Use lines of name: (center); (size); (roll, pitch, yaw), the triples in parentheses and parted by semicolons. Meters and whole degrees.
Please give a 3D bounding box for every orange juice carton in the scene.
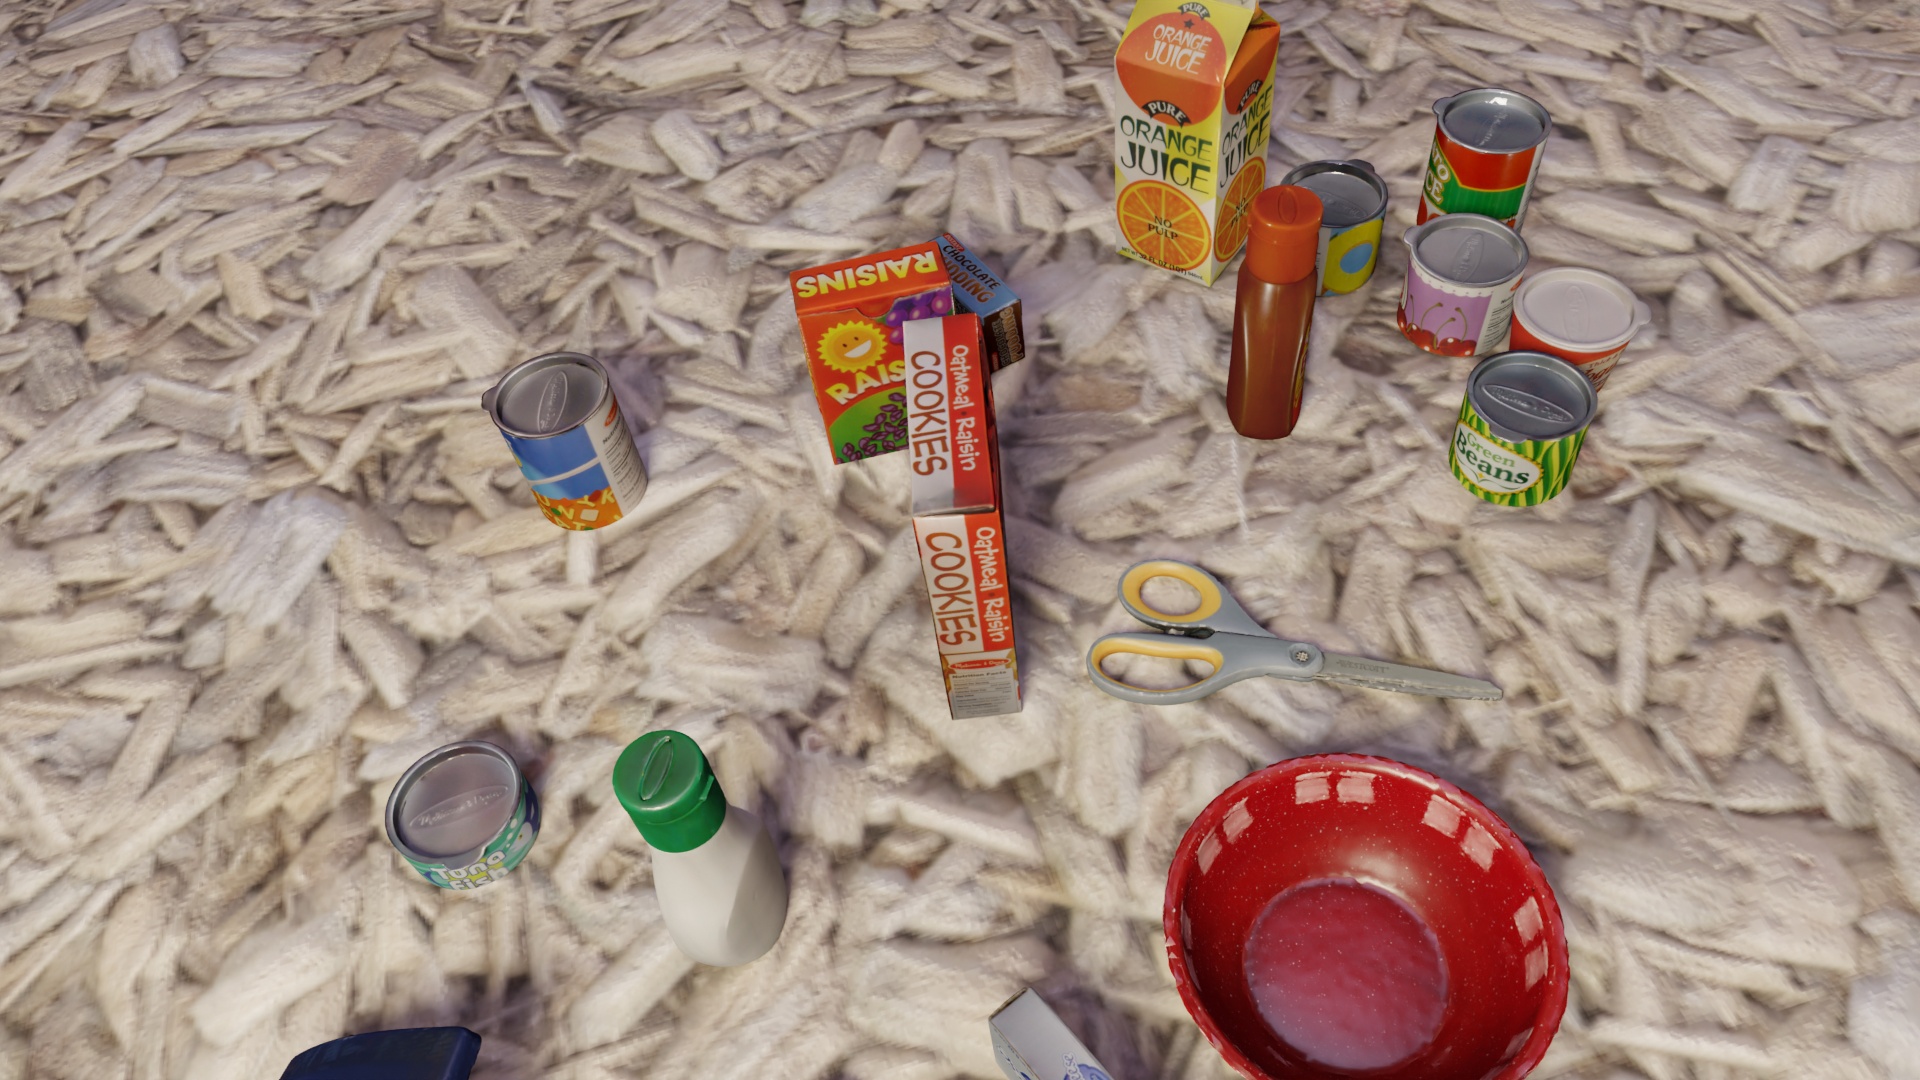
orange juice carton: (0.142, -0.257, 0.845); (0.072, 0.191, 0.073); (26, 59, 24)

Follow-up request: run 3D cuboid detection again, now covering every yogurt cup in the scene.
yogurt cup: (0.349, -0.116, 0.799); (0.072, 0.053, 0.073); (-3, 51, 4)

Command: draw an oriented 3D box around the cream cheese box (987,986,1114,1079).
cream cheese box: (0.053, 0.232, 0.554); (0.024, 0.053, 0.104); (-34, 56, -19)

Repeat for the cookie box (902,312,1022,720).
cookie box: (0.002, -0.009, 0.679); (0.040, 0.166, 0.123); (-6, 51, 2)

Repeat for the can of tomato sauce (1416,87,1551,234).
can of tomato sauce: (0.325, -0.231, 0.874); (0.071, 0.082, 0.071); (-3, 51, 4)

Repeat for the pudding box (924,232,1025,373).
pudding box: (0.006, -0.149, 0.865); (0.030, 0.049, 0.084); (-29, 54, -16)

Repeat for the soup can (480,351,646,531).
soup can: (-0.225, -0.056, 0.795); (0.071, 0.083, 0.072); (-3, 51, 4)

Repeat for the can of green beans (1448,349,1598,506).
can of green beans: (0.305, -0.060, 0.757); (0.071, 0.057, 0.071); (-3, 51, 4)

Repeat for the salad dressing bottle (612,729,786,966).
salad dressing bottle: (-0.110, 0.132, 0.591); (0.044, 0.147, 0.064); (8, 53, 12)

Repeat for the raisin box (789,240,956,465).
raisin box: (-0.044, -0.104, 0.788); (0.086, 0.122, 0.040); (-12, 51, -3)

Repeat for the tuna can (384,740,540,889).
tuna can: (-0.241, 0.136, 0.676); (0.071, 0.032, 0.071); (-3, 51, 4)

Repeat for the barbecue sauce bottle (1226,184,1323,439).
barbecue sauce bottle: (0.173, -0.125, 0.765); (0.044, 0.147, 0.065); (3, 52, 9)

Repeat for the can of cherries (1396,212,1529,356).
can of cherries: (0.297, -0.153, 0.832); (0.071, 0.058, 0.072); (-3, 51, 4)

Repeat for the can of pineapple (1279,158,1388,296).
can of pineapple: (0.233, -0.197, 0.874); (0.071, 0.057, 0.071); (-3, 51, 4)
